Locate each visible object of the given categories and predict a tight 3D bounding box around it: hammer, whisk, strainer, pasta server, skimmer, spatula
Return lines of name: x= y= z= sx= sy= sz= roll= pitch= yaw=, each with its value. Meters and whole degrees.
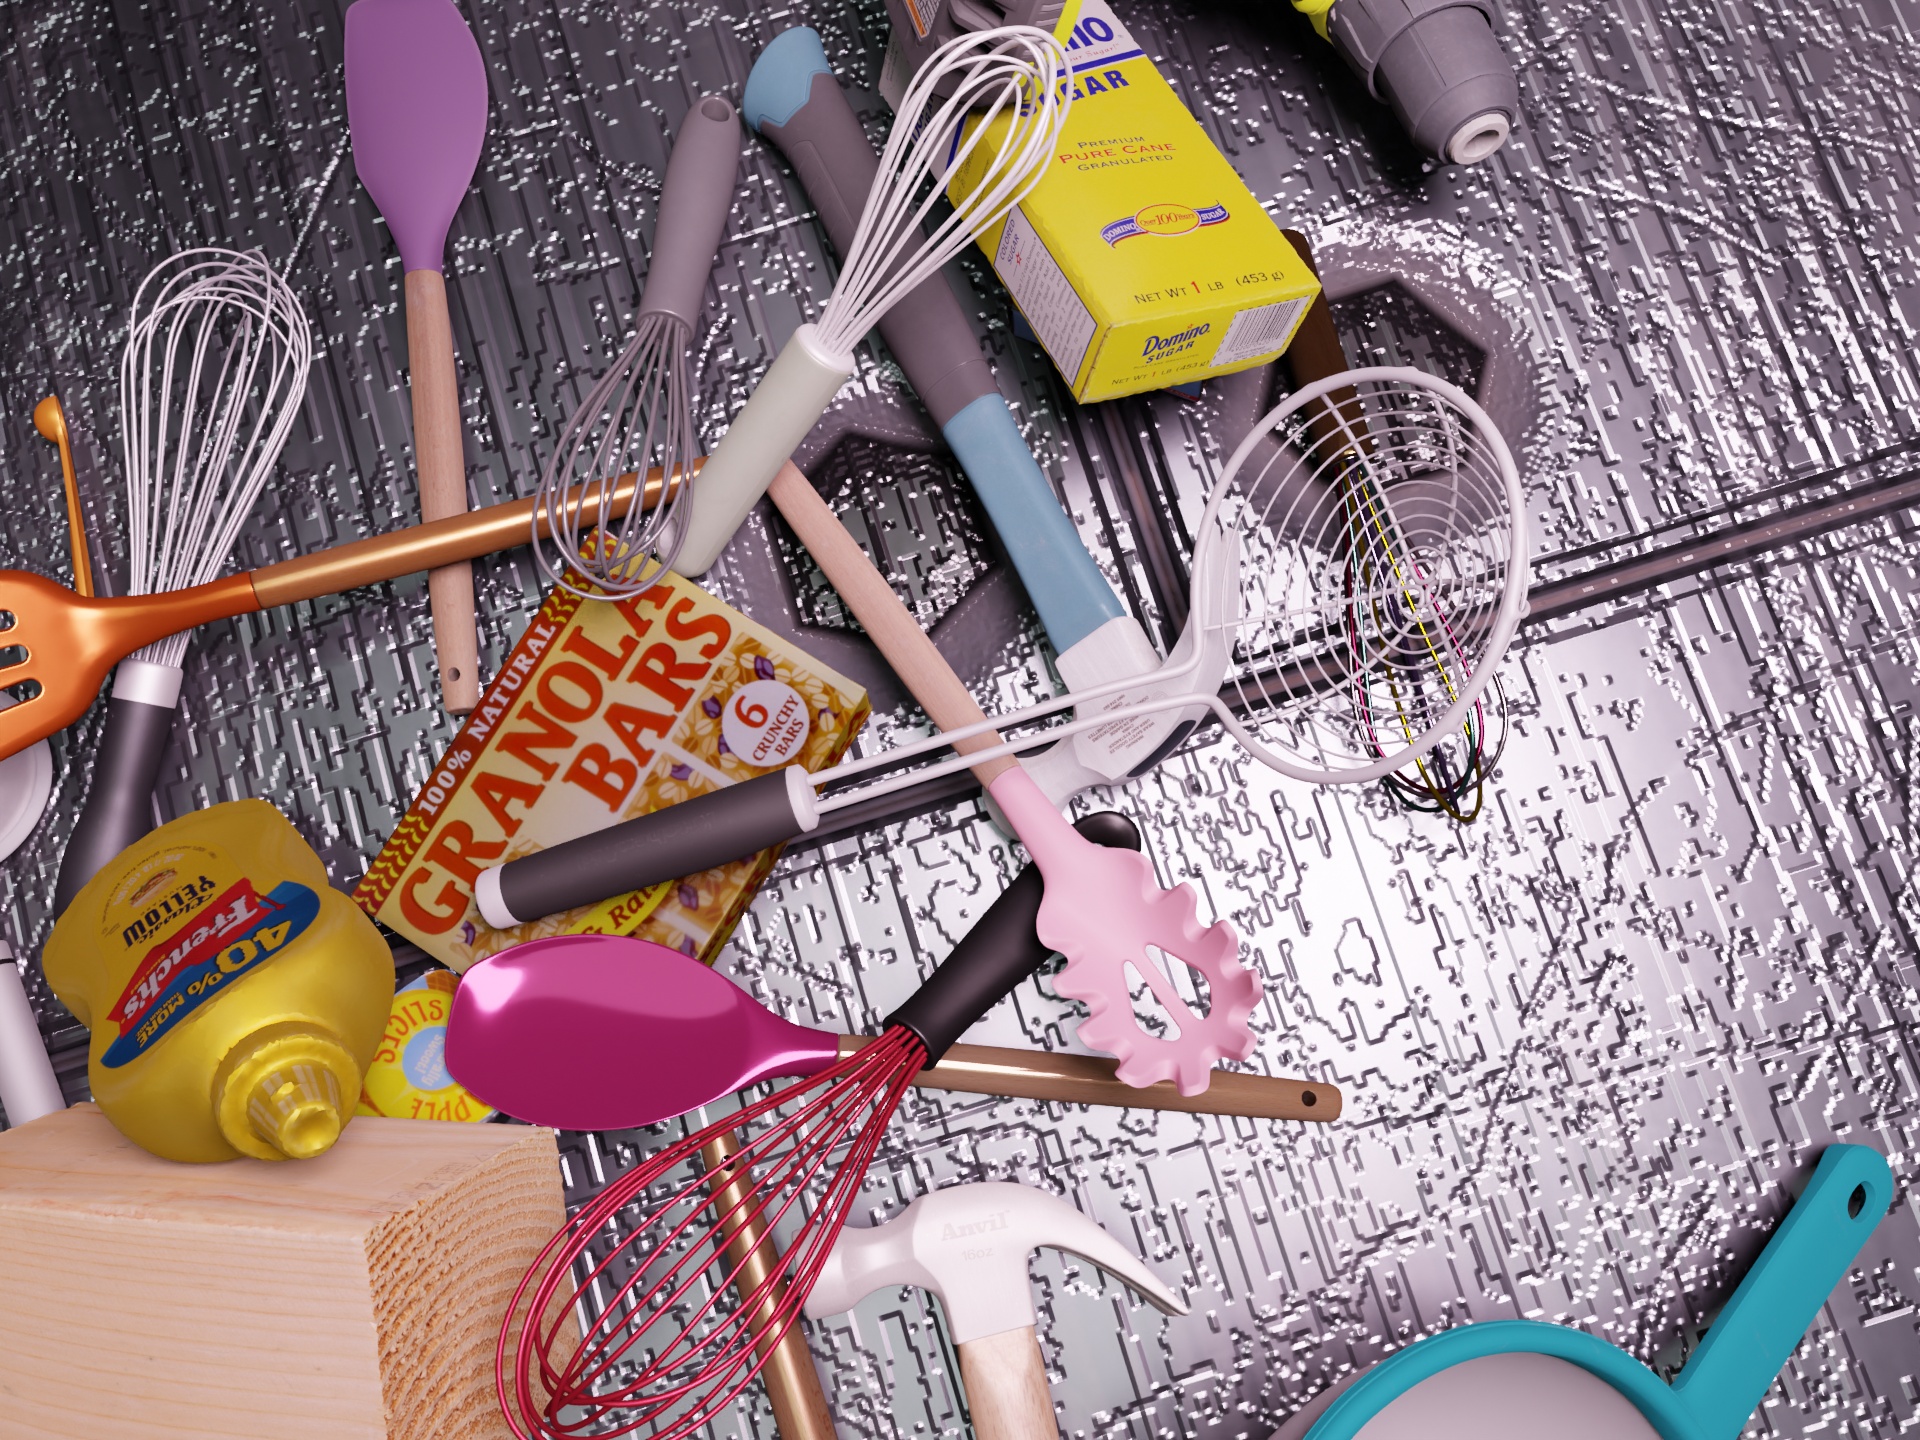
hammer: x=0.040 y=0.321 z=0.524 sx=0.130 sy=0.031 sz=0.331 roll=-11 pitch=73 yaw=-9
whisk: x=-0.116 y=-0.151 z=0.608 sx=0.055 sy=0.055 sz=0.239 roll=6 pitch=64 yaw=3
hammer: x=-0.003 y=-0.128 z=0.611 sx=0.128 sy=0.033 sz=0.331 roll=-34 pitch=74 yaw=25
whisk: x=-0.308 y=-0.046 z=0.616 sx=0.070 sy=0.070 sz=0.284 roll=11 pitch=86 yaw=4
whisk: x=-0.043 y=-0.139 z=0.567 sx=0.246 sy=0.059 sz=0.058 roll=-48 pitch=54 yaw=31
strainer: x=-0.372 y=0.083 z=0.602 sx=0.087 sy=0.050 sz=0.258 roll=-22 pitch=83 yaw=-16
whisk: x=-0.029 y=0.120 z=0.522 sx=0.073 sy=0.073 sz=0.296 roll=44 pitch=55 yaw=8
strainer: x=0.191 y=0.257 z=0.531 sx=0.340 sy=0.095 sz=0.211 roll=-38 pitch=98 yaw=-25
pasta server: x=-0.001 y=-0.002 z=0.570 sx=0.060 sy=0.040 sz=0.316 roll=-37 pitch=68 yaw=0
whisk: x=0.156 y=-0.078 z=0.612 sx=0.047 sy=0.051 sz=0.245 roll=-8 pitch=75 yaw=-20
skimmer: x=-0.005 y=-0.003 z=0.508 sx=0.363 sy=0.090 sz=0.127 roll=-18 pitch=65 yaw=9
spatula: x=-0.214 y=-0.157 z=0.647 sx=0.060 sy=0.018 sz=0.316 roll=-8 pitch=79 yaw=0
spatula: x=-0.034 y=0.293 z=0.549 sx=0.082 sy=0.044 sz=0.318 roll=-15 pitch=77 yaw=-25
spatula: x=-0.235 y=-0.053 z=0.586 sx=0.322 sy=0.041 sz=0.081 roll=-18 pitch=102 yaw=-14

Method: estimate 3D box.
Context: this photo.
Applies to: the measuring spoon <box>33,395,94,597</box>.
measuring spoon: x=-0.355 y=-0.076 z=0.632 sx=0.011 sy=0.021 sz=0.117 roll=-11 pitch=75 yaw=-22

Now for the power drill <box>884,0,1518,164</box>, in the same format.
power drill: x=0.090 y=-0.285 z=0.586 sx=0.228 sy=0.080 sz=0.191 roll=-9 pitch=67 yaw=-23

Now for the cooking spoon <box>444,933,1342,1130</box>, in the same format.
cooking spoon: x=-0.019 y=0.122 z=0.565 sx=0.319 sy=0.017 sz=0.069 roll=7 pitch=64 yaw=-6
